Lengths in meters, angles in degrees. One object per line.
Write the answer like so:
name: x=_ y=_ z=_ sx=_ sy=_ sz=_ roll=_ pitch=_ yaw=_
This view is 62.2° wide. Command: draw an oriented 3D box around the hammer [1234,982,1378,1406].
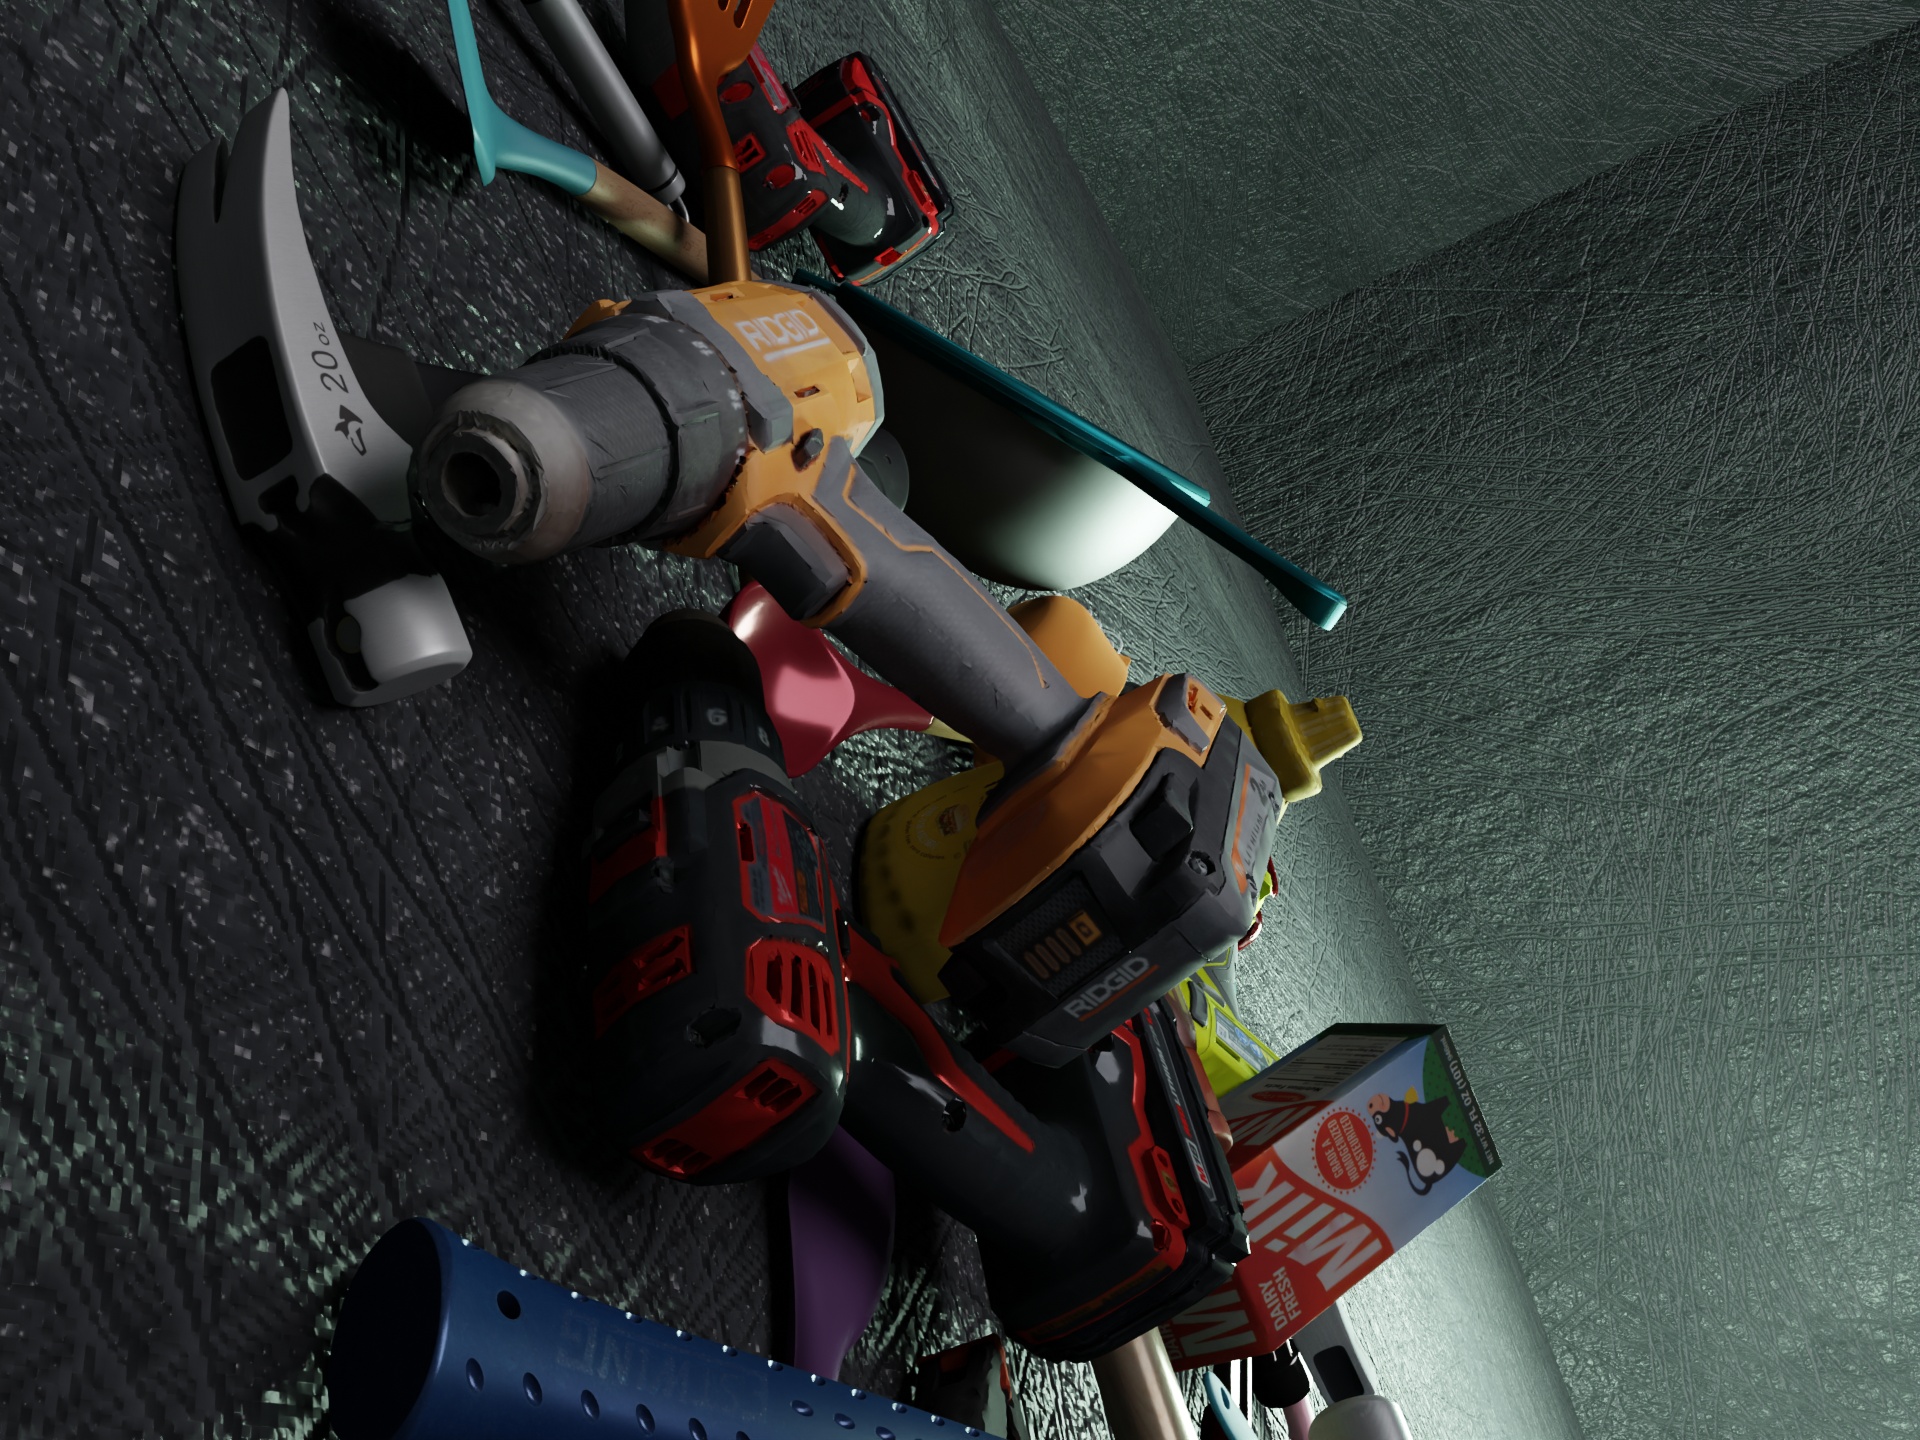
hammer: x=0.169 y=0.237 z=0.888 sx=0.128 sy=0.033 sz=0.331 roll=61 pitch=9 yaw=-25

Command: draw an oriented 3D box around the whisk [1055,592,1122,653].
whisk: x=0.044 y=0.005 z=0.856 sx=0.070 sy=0.070 sz=0.285 roll=61 pitch=21 yaw=-19

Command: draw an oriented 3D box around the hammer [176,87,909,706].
hammer: x=-0.098 y=-0.091 z=0.504 sx=0.146 sy=0.035 sz=0.334 roll=67 pitch=23 yaw=3

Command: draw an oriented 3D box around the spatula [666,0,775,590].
spatula: x=-0.087 y=-0.202 z=0.643 sx=0.081 sy=0.041 sz=0.323 roll=26 pitch=55 yaw=-64

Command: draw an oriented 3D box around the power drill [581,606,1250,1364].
power drill: x=-0.021 y=0.076 z=0.477 sx=0.226 sy=0.080 sz=0.188 roll=41 pitch=21 yaw=-36

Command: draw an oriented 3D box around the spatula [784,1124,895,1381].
spatula: x=-0.040 y=0.190 z=0.389 sx=0.059 sy=0.018 sz=0.316 roll=60 pitch=16 yaw=-24

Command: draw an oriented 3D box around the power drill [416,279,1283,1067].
power drill: x=-0.022 y=-0.019 z=0.415 sx=0.226 sy=0.084 sz=0.185 roll=48 pitch=24 yaw=-2

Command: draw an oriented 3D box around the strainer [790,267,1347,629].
strainer: x=0.043 y=-0.095 z=0.749 sx=0.210 sy=0.095 sz=0.341 roll=20 pitch=17 yaw=-41

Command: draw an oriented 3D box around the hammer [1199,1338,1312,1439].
hammer: x=0.106 y=0.317 z=0.650 sx=0.149 sy=0.036 sz=0.359 roll=64 pitch=16 yaw=-8

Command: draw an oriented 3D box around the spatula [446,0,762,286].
spatula: x=-0.125 y=-0.204 z=0.617 sx=0.317 sy=0.044 sz=0.082 roll=3 pitch=75 yaw=-74

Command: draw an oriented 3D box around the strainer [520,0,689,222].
strainer: x=-0.168 y=-0.288 z=0.603 sx=0.258 sy=0.050 sz=0.087 roll=57 pitch=23 yaw=-47

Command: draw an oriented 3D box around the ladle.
ladle: x=-0.001 y=-0.002 z=0.652 sx=0.315 sy=0.031 sz=0.069 roll=10 pitch=74 yaw=-56

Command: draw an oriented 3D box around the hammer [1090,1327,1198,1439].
hammer: x=0.050 y=0.205 z=0.553 sx=0.146 sy=0.038 sz=0.411 roll=42 pitch=22 yaw=-48

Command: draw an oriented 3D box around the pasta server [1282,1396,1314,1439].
pasta server: x=0.175 y=0.328 z=0.855 sx=0.060 sy=0.040 sz=0.317 roll=60 pitch=13 yaw=-60

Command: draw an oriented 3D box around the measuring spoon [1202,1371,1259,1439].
measuring spoon: x=0.130 y=0.299 z=0.645 sx=0.128 sy=0.021 sz=0.042 roll=59 pitch=17 yaw=-31

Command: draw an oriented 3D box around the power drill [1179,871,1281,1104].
power drill: x=0.097 y=0.108 z=0.811 sx=0.190 sy=0.080 sz=0.229 roll=42 pitch=25 yaw=-20

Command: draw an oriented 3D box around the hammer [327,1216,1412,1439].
hammer: x=0.031 y=0.205 z=0.396 sx=0.405 sy=0.035 sz=0.144 roll=36 pitch=25 yaw=-37

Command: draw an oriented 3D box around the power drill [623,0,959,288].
power drill: x=-0.089 y=-0.298 z=0.802 sx=0.143 sy=0.078 sz=0.219 roll=61 pitch=19 yaw=2

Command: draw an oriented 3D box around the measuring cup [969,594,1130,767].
measuring cup: x=0.025 y=-0.035 z=0.830 sx=0.052 sy=0.095 sz=0.174 roll=55 pitch=1 yaw=-21
